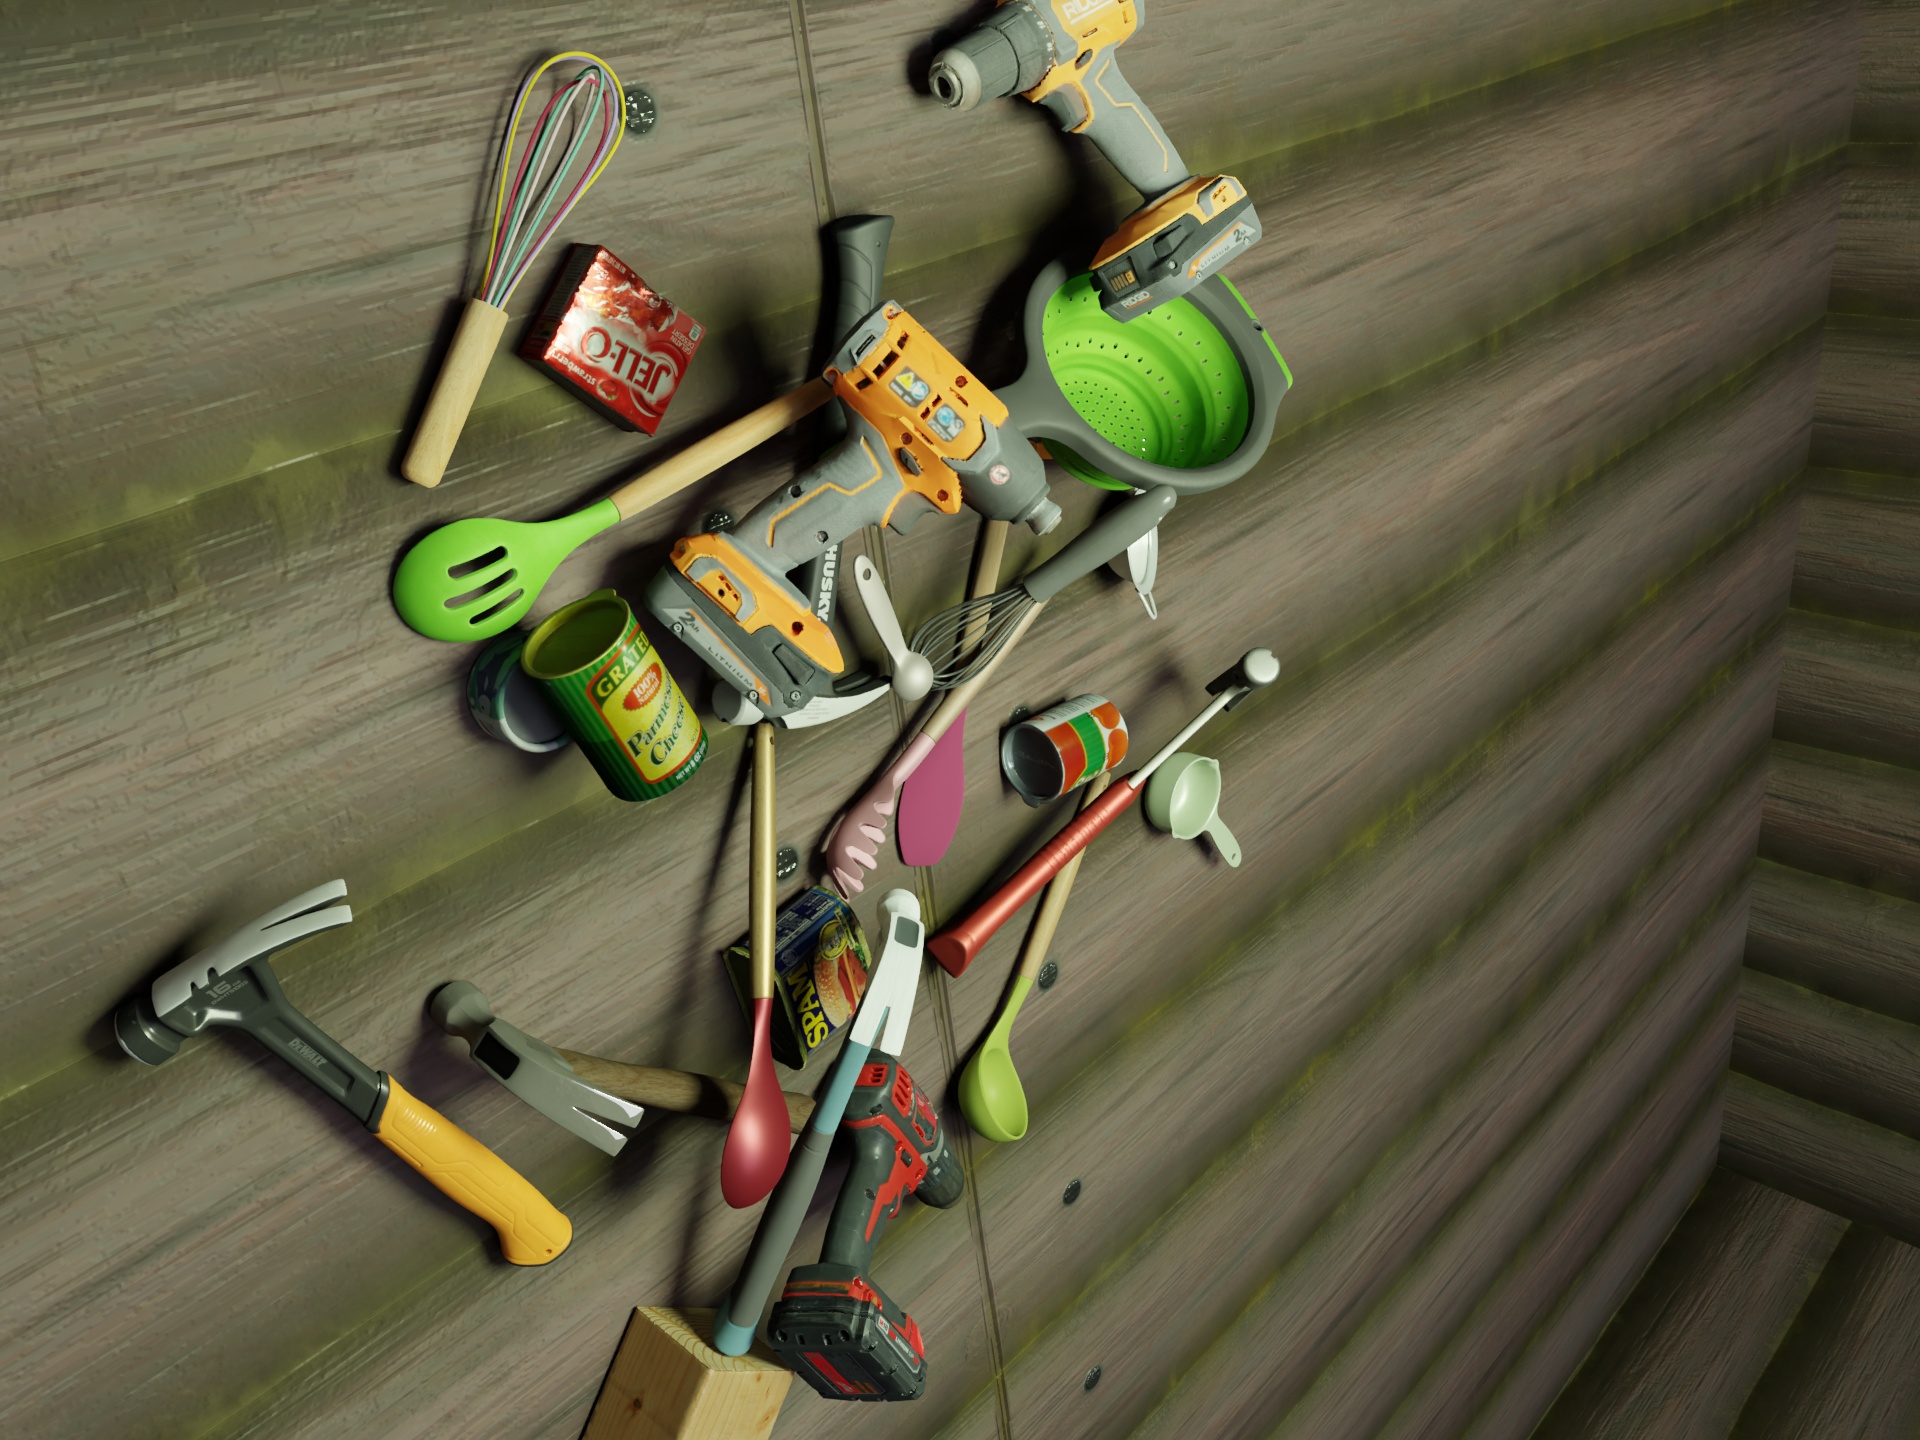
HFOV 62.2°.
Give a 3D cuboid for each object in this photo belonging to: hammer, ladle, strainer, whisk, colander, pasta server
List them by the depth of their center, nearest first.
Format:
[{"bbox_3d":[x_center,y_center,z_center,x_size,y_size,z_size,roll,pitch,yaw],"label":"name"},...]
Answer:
[{"bbox_3d":[-0.236,-0.237,0.839,0.047,0.051,0.245,23,90,-55],"label":"whisk"},{"bbox_3d":[-0.312,0.224,0.907,0.127,0.034,0.336,-33,134,-6],"label":"hammer"},{"bbox_3d":[-0.187,0.240,1.029,0.031,0.130,0.331,-58,147,-2],"label":"hammer"},{"bbox_3d":[-0.129,0.155,1.035,0.069,0.031,0.315,21,66,-64],"label":"ladle"},{"bbox_3d":[-0.080,-0.161,1.040,0.146,0.035,0.334,-2,104,-52],"label":"hammer"},{"bbox_3d":[-0.097,0.280,1.067,0.033,0.128,0.331,21,104,-9],"label":"hammer"},{"bbox_3d":[0.053,-0.091,1.109,0.239,0.055,0.055,-35,146,24],"label":"whisk"},{"bbox_3d":[0.057,-0.207,1.114,0.397,0.094,0.204,-25,79,-33],"label":"colander"},{"bbox_3d":[-0.002,-0.004,1.163,0.316,0.040,0.060,-52,173,-15],"label":"pasta server"},{"bbox_3d":[0.140,-0.209,1.259,0.087,0.050,0.258,-32,127,-65],"label":"strainer"},{"bbox_3d":[0.113,0.075,1.293,0.359,0.037,0.149,-42,176,-13],"label":"hammer"},{"bbox_3d":[0.074,0.194,1.328,0.078,0.062,0.320,33,76,-56],"label":"ladle"}]

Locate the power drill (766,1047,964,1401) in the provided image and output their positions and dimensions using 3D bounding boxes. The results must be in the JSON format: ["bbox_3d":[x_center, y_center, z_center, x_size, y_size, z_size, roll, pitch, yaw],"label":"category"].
[{"bbox_3d":[-0.055,0.383,1.186,0.227,0.080,0.187,-78,151,-42],"label":"power drill"}]

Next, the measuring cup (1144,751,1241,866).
[{"bbox_3d":[0.217,0.089,1.461,0.083,0.038,0.167,-58,139,-16],"label":"measuring cup"}]

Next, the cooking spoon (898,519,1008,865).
[{"bbox_3d":[0.005,-0.042,1.192,0.068,0.017,0.319,3,102,-47],"label":"cooking spoon"}]

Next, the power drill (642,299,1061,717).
[{"bbox_3d":[-0.059,-0.110,0.942,0.164,0.084,0.226,42,98,-6],"label":"power drill"}]

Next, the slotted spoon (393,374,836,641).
[{"bbox_3d":[-0.181,-0.136,0.920,0.314,0.031,0.070,-36,129,-27],"label":"slotted spoon"}]

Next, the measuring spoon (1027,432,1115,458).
[{"bbox_3d":[0.087,-0.211,1.226,0.117,0.011,0.021,-18,117,-44],"label":"measuring spoon"}]

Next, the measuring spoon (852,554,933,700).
[{"bbox_3d":[-0.044,-0.061,1.074,0.034,0.018,0.124,-50,135,-29],"label":"measuring spoon"}]

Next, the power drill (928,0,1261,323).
[{"bbox_3d":[0.089,-0.387,1.074,0.185,0.084,0.226,-41,106,-32],"label":"power drill"}]
